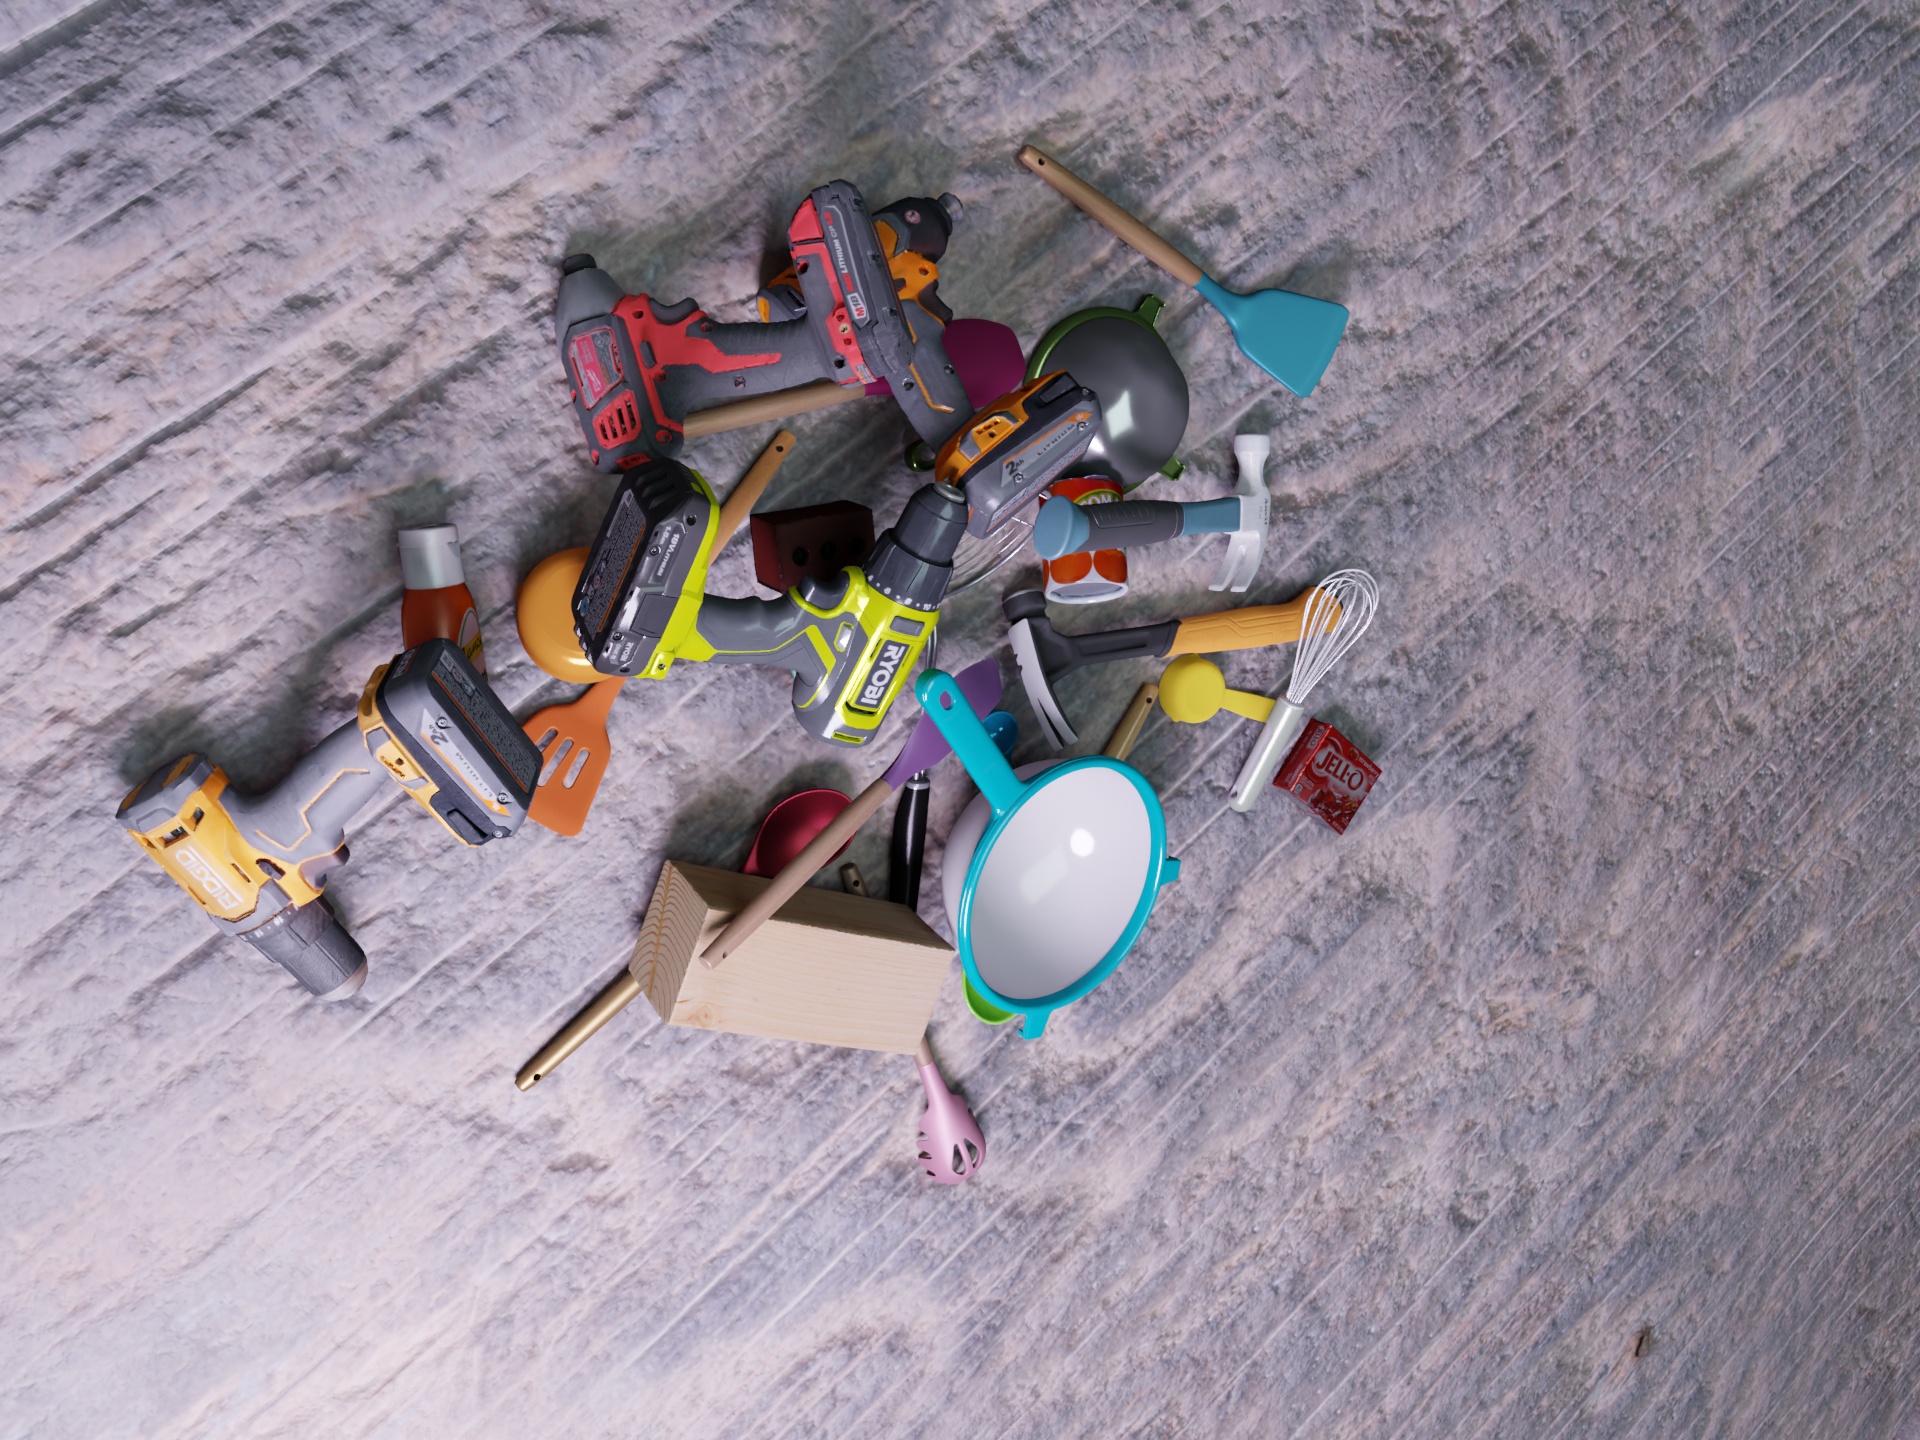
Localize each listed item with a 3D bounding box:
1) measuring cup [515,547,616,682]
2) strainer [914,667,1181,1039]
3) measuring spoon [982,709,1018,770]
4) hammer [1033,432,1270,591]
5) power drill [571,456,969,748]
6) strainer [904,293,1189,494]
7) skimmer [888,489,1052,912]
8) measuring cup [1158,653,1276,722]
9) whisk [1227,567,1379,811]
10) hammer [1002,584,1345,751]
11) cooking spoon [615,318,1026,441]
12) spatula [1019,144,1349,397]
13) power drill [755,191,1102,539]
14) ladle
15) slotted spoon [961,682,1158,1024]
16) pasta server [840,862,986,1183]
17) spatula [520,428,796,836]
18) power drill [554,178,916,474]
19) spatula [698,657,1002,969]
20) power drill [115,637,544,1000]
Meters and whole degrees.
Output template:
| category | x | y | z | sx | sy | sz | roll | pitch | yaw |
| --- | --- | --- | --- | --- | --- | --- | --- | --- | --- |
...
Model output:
| category | x | y | z | sx | sy | sz | roll | pitch | yaw |
| --- | --- | --- | --- | --- | --- | --- | --- | --- | --- |
| measuring cup | -0.233 | -0.109 | 1.057 | 0.095 | 0.052 | 0.174 | 25 | 82 | -11 |
| strainer | 0.029 | 0.073 | 1.205 | 0.211 | 0.095 | 0.340 | -46 | 130 | -16 |
| measuring spoon | 0.033 | 0.044 | 1.289 | 0.042 | 0.021 | 0.128 | -29 | 125 | -21 |
| hammer | 0.156 | -0.154 | 1.214 | 0.331 | 0.033 | 0.128 | -14 | 106 | -53 |
| power drill | -0.113 | -0.087 | 1.021 | 0.228 | 0.080 | 0.190 | 12 | 117 | -35 |
| strainer | 0.081 | -0.227 | 1.209 | 0.256 | 0.069 | 0.151 | -20 | 112 | -26 |
| skimmer | -0.002 | -0.004 | 1.208 | 0.127 | 0.090 | 0.363 | -14 | 115 | -57 |
| measuring cup | 0.241 | -0.015 | 1.381 | 0.156 | 0.029 | 0.062 | 14 | 96 | -30 |
| whisk | 0.287 | -0.023 | 1.362 | 0.059 | 0.058 | 0.246 | 15 | 117 | -16 |
| hammer | 0.193 | -0.063 | 1.318 | 0.336 | 0.034 | 0.127 | -10 | 77 | -32 |
| cooking spoon | -0.093 | -0.232 | 1.130 | 0.319 | 0.017 | 0.069 | -18 | 88 | -22 |
| spatula | 0.173 | -0.361 | 1.244 | 0.317 | 0.044 | 0.082 | 24 | 94 | -32 |
| power drill | -0.008 | -0.256 | 1.096 | 0.164 | 0.084 | 0.226 | -41 | 84 | -15 |
| ladle | -0.202 | 0.160 | 1.173 | 0.315 | 0.031 | 0.069 | -42 | 121 | -12 |
| slotted spoon | 0.087 | 0.107 | 1.328 | 0.070 | 0.031 | 0.314 | 31 | 84 | -22 |
| pasta server | -0.041 | 0.252 | 1.293 | 0.060 | 0.040 | 0.316 | -28 | 111 | -21 |
| spatula | -0.208 | -0.071 | 1.099 | 0.081 | 0.041 | 0.322 | 36 | 82 | -11 |
| power drill | -0.151 | -0.256 | 1.018 | 0.219 | 0.078 | 0.143 | -18 | 87 | 6 |
| spatula | -0.070 | 0.061 | 1.118 | 0.316 | 0.018 | 0.059 | -45 | 141 | -28 |
| power drill | -0.370 | 0.070 | 0.982 | 0.226 | 0.084 | 0.185 | -26 | 117 | 10 |
